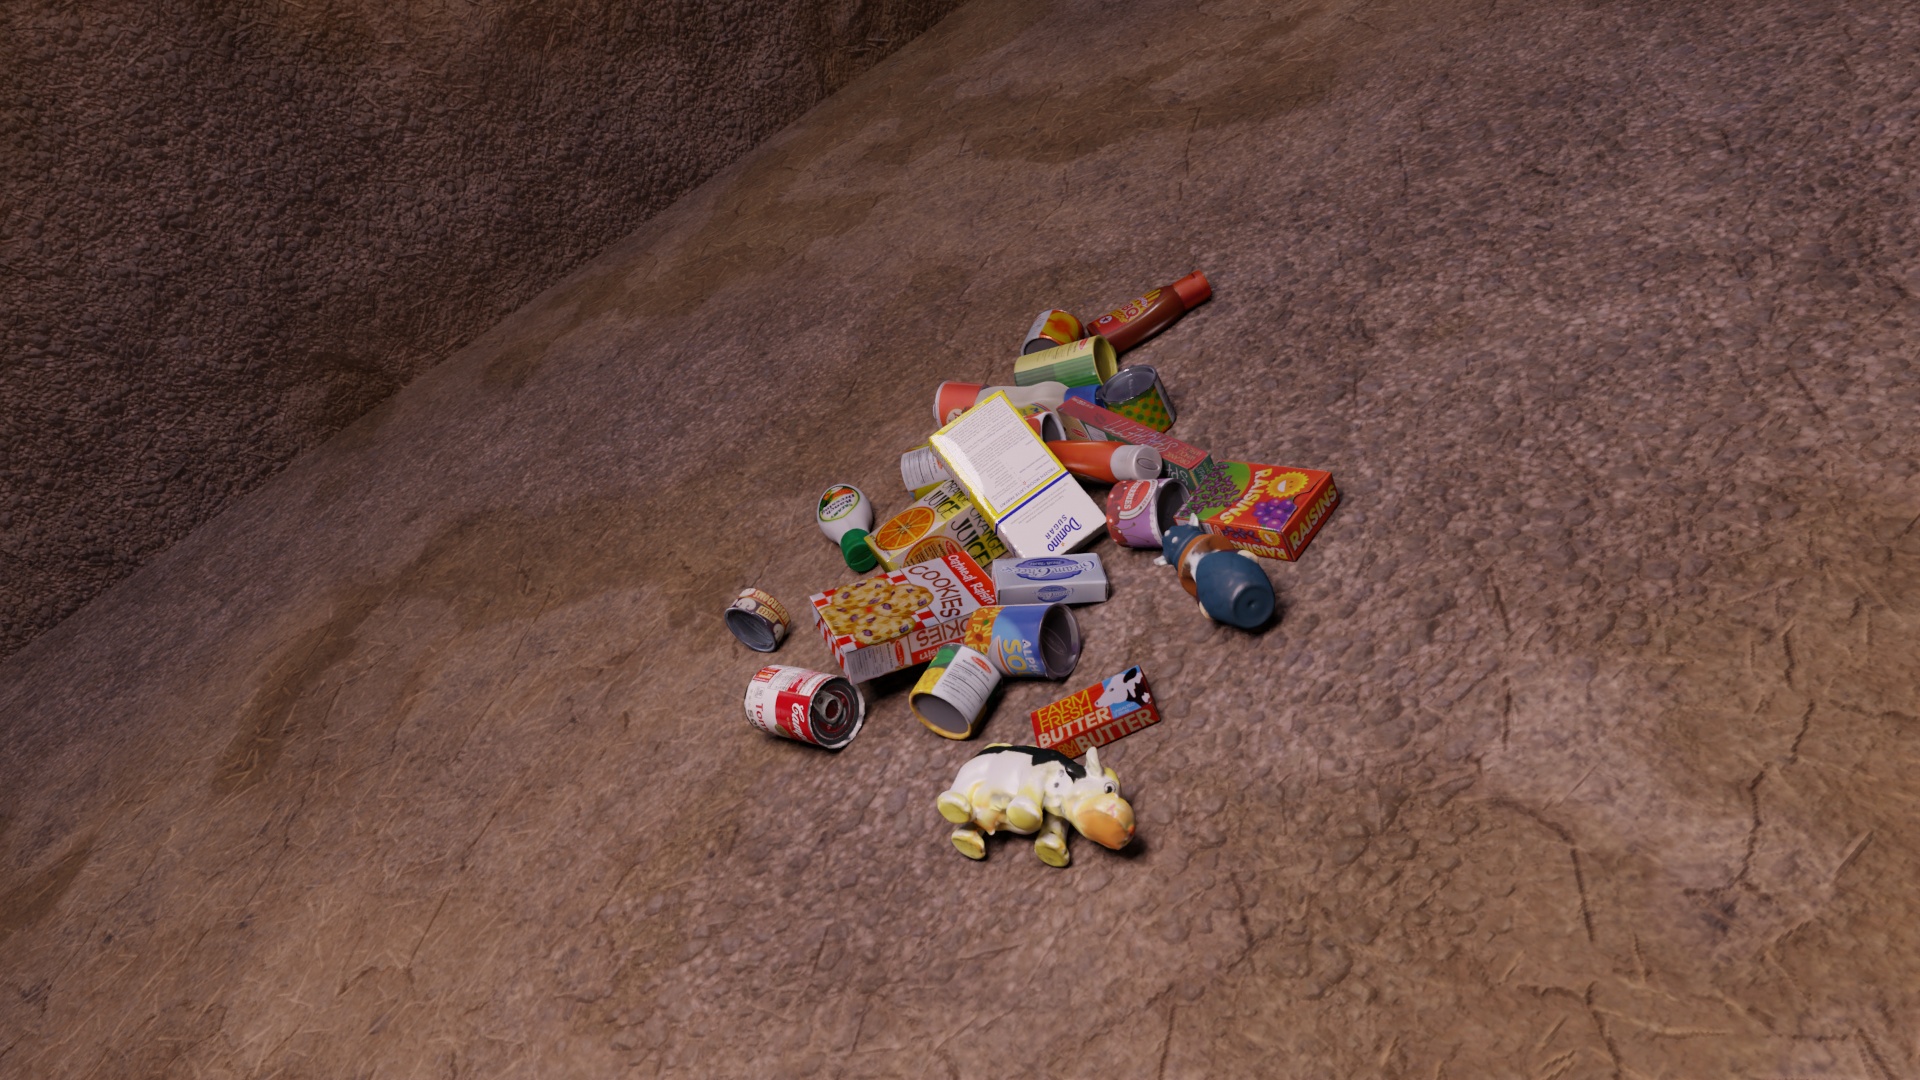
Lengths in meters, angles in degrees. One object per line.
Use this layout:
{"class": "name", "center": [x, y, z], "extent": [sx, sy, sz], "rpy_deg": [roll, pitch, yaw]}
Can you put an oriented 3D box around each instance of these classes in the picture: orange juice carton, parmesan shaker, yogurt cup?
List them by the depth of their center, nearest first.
{"class": "orange juice carton", "center": [0.005, -0.018, 1.445], "extent": [0.193, 0.072, 0.072], "rpy_deg": [-35, 30, -9]}
{"class": "parmesan shaker", "center": [0.124, -0.195, 1.612], "extent": [0.103, 0.071, 0.072], "rpy_deg": [-12, 35, 30]}
{"class": "yogurt cup", "center": [0.008, -0.158, 1.659], "extent": [0.054, 0.072, 0.073], "rpy_deg": [0, 41, 28]}

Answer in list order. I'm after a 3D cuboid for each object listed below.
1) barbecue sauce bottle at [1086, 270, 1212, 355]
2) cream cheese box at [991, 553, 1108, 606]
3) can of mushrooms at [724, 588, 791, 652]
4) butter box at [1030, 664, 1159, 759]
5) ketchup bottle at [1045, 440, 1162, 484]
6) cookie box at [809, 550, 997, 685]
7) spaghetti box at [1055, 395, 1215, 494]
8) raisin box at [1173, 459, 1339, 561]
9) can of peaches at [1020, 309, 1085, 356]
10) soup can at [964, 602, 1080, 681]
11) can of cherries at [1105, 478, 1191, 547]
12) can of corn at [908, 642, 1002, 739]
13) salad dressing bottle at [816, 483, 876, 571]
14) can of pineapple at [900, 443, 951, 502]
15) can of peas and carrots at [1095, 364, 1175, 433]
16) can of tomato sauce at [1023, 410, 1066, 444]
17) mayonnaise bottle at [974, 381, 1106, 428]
{"class": "barbecue sauce bottle", "center": [0.227, -0.271, 1.656], "extent": [0.148, 0.043, 0.065], "rpy_deg": [-28, 29, 2]}
{"class": "cream cheese box", "center": [0.083, 0.037, 1.307], "extent": [0.104, 0.024, 0.053], "rpy_deg": [-3, 31, -4]}
{"class": "can of mushrooms", "center": [-0.216, 0.085, 1.486], "extent": [0.071, 0.070, 0.034], "rpy_deg": [0, 40, 40]}
{"class": "butter box", "center": [0.112, 0.147, 1.161], "extent": [0.103, 0.024, 0.053], "rpy_deg": [-25, 30, 8]}
{"class": "ketchup bottle", "center": [0.144, -0.079, 1.403], "extent": [0.149, 0.065, 0.043], "rpy_deg": [7, 82, 60]}
{"class": "cookie box", "center": [-0.047, 0.072, 1.342], "extent": [0.168, 0.040, 0.123], "rpy_deg": [-17, 28, -15]}
{"class": "spaghetti box", "center": [0.181, -0.095, 1.432], "extent": [0.029, 0.050, 0.250], "rpy_deg": [-38, 32, -12]}
{"class": "raisin box", "center": [0.271, -0.030, 1.271], "extent": [0.123, 0.040, 0.086], "rpy_deg": [11, 49, 47]}
{"class": "can of peaches", "center": [0.114, -0.236, 1.681], "extent": [0.071, 0.071, 0.058], "rpy_deg": [-8, 37, 33]}
{"class": "soup can", "center": [0.055, 0.093, 1.249], "extent": [0.083, 0.071, 0.072], "rpy_deg": [-5, 39, 37]}
{"class": "can of cherries", "center": [0.178, -0.027, 1.314], "extent": [0.058, 0.071, 0.072], "rpy_deg": [0, 42, 41]}
{"class": "can of corn", "center": [-0.005, 0.136, 1.238], "extent": [0.071, 0.071, 0.058], "rpy_deg": [-1, 42, 40]}
{"class": "salad dressing bottle", "center": [-0.125, -0.014, 1.578], "extent": [0.064, 0.043, 0.148], "rpy_deg": [-29, 31, 0]}
{"class": "can of pineapple", "center": [-0.026, -0.078, 1.570], "extent": [0.058, 0.070, 0.071], "rpy_deg": [-17, 33, 22]}
{"class": "can of peas and carrots", "center": [0.188, -0.145, 1.490], "extent": [0.071, 0.058, 0.071], "rpy_deg": [-22, 31, 14]}
{"class": "can of tomato sauce", "center": [0.065, -0.103, 1.521], "extent": [0.083, 0.071, 0.071], "rpy_deg": [-11, 36, 28]}
{"class": "mayonnaise bottle", "center": [0.092, -0.151, 1.579], "extent": [0.148, 0.064, 0.041], "rpy_deg": [-5, 42, 30]}
